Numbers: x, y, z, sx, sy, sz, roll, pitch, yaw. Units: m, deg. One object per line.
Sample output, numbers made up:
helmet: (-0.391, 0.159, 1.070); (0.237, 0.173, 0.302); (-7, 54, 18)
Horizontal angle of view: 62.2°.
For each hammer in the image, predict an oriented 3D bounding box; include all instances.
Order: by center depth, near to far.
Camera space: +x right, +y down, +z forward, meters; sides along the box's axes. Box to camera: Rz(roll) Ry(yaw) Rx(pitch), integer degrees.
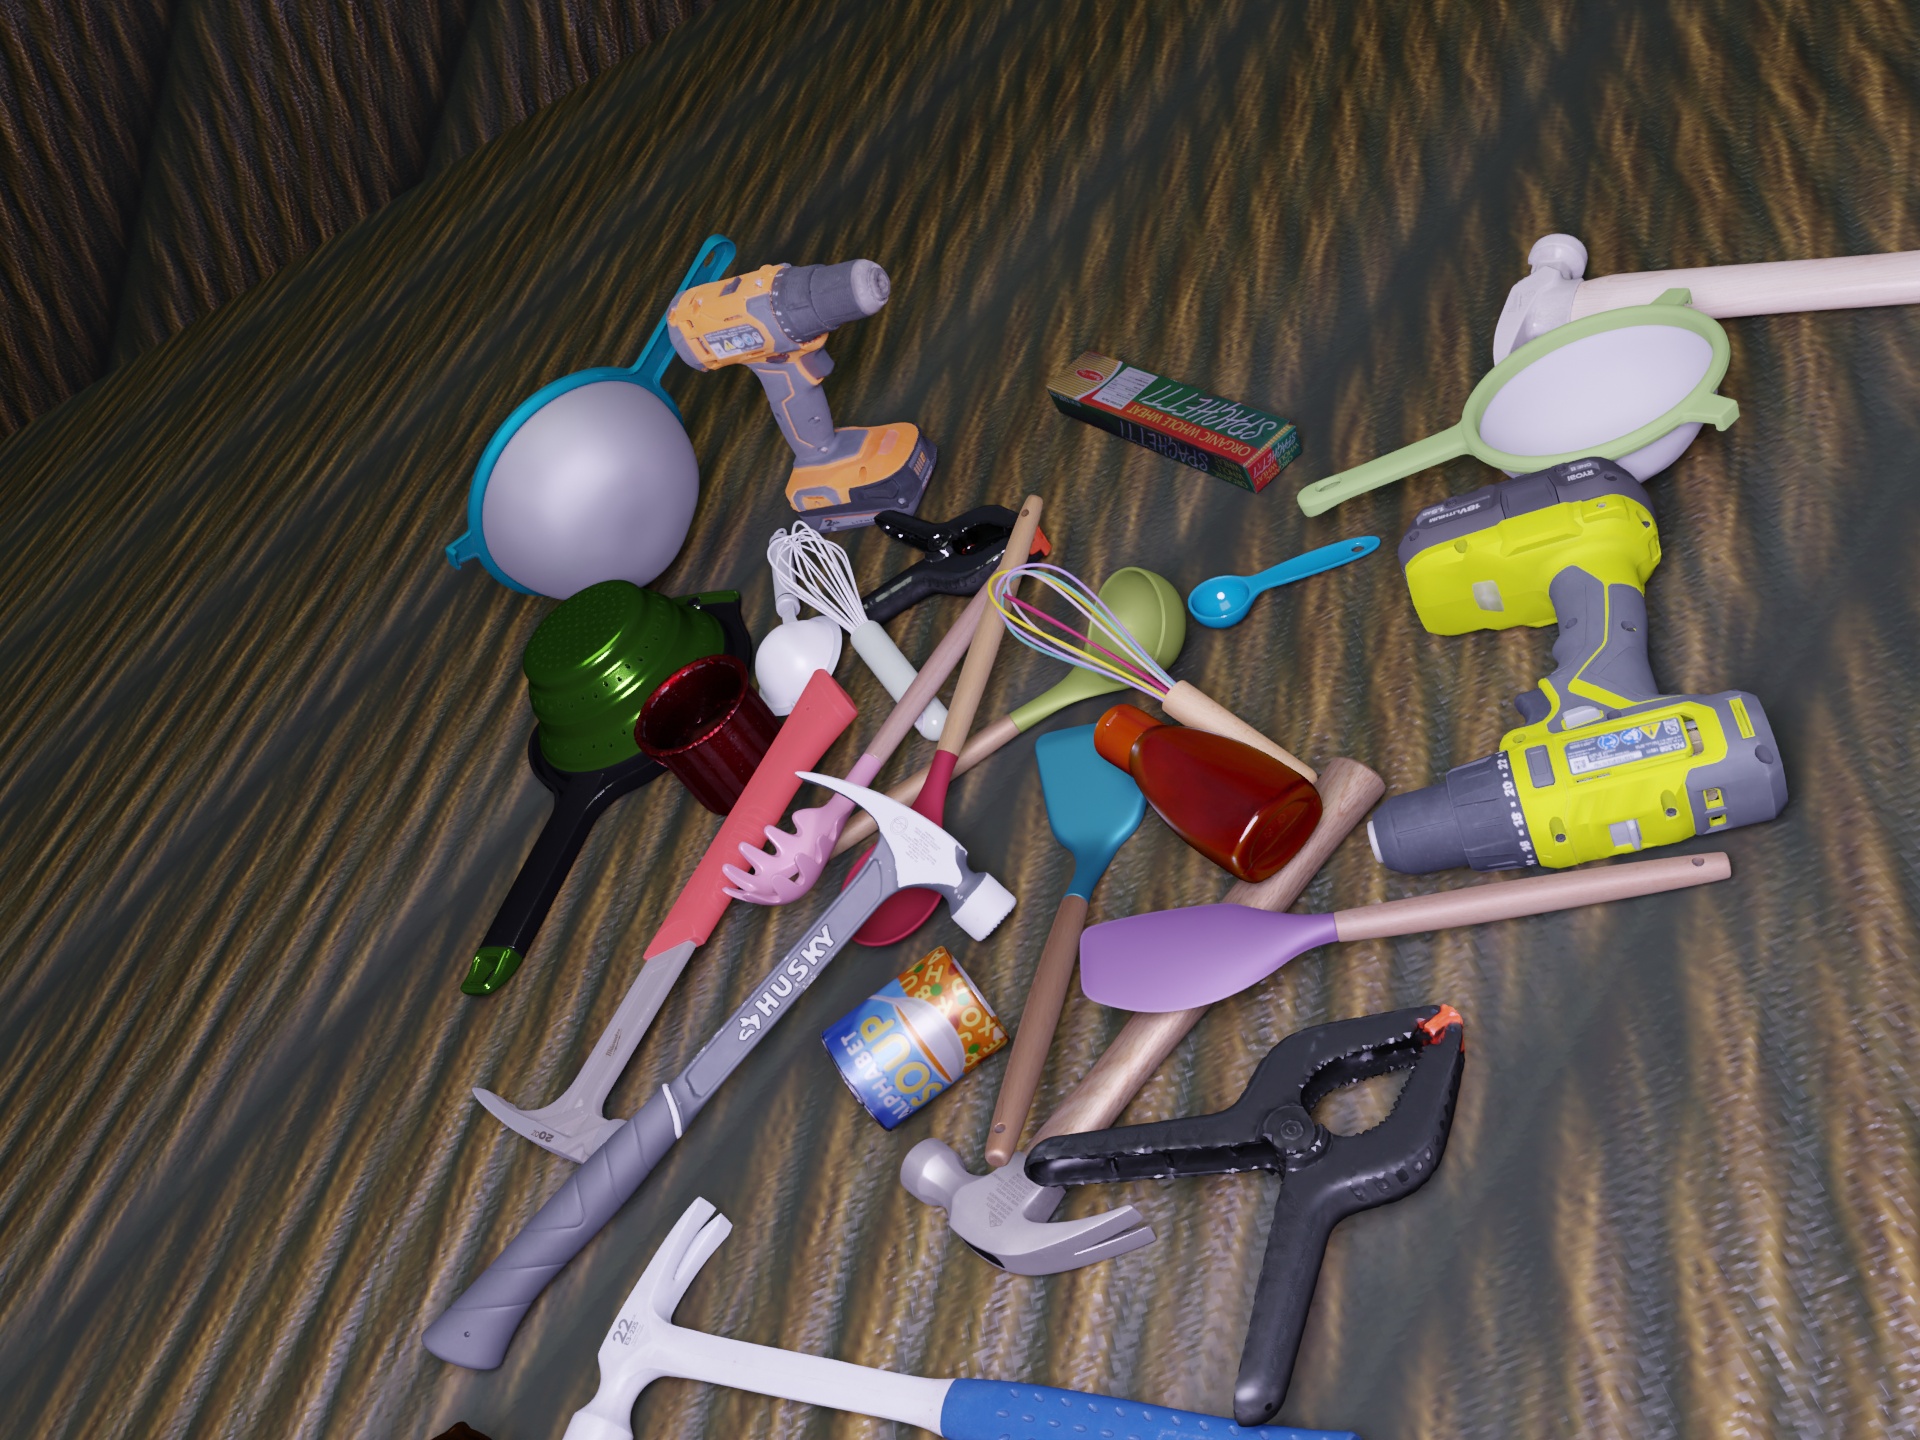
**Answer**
hammer: (-0.012, 0.314, 0.746); (0.405, 0.035, 0.144); (-4, 48, 32)
hammer: (0.116, 0.146, 0.831); (0.331, 0.031, 0.130); (-47, 40, -16)
hammer: (-0.156, 0.206, 0.916); (0.409, 0.149, 0.036); (-47, -3, -7)
hammer: (0.530, -0.255, 0.947); (0.411, 0.038, 0.146); (4, 54, 38)
hammer: (-0.175, 0.118, 1.046); (0.149, 0.036, 0.359); (8, 60, 40)

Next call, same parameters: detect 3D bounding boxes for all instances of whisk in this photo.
whisk: (0.108, -0.024, 0.951); (0.245, 0.047, 0.051); (38, 108, 28)
whisk: (-0.071, -0.067, 1.149); (0.059, 0.057, 0.247); (-12, 45, -30)

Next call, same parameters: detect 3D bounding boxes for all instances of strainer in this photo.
strainer: (0.336, -0.159, 0.963); (0.256, 0.069, 0.152); (-20, 34, 26)
strainer: (-0.137, -0.086, 1.248); (0.087, 0.050, 0.259); (-39, 33, 18)
strainer: (-0.253, -0.226, 1.290); (0.095, 0.210, 0.340); (40, 104, 29)

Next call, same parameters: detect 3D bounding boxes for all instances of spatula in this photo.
spatula: (0.213, 0.100, 0.788); (0.316, 0.018, 0.060); (-12, 49, 14)
spatula: (0.053, 0.111, 0.876); (0.082, 0.044, 0.318); (-8, 32, 23)

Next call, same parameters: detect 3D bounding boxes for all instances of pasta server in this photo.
pasta server: (-0.047, 0.001, 1.048); (0.060, 0.040, 0.316); (5, 52, 47)

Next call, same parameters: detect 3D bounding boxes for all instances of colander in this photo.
colander: (-0.298, 0.019, 1.207); (0.204, 0.094, 0.397); (-6, 47, 31)

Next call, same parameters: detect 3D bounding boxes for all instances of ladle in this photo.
ladle: (-0.002, -0.003, 1.009); (0.069, 0.031, 0.315); (11, 73, 30)
ladle: (0.008, 0.010, 1.031); (0.320, 0.062, 0.078); (-34, 48, 5)

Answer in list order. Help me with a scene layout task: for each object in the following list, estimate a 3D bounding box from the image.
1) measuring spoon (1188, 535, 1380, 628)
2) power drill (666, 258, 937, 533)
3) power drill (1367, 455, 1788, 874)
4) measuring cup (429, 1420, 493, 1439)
measuring spoon: (0.210, -0.088, 1.023); (0.128, 0.021, 0.042); (-20, 39, 4)
power drill: (-0.100, -0.259, 1.247); (0.185, 0.226, 0.084); (-6, 47, 31)
power drill: (0.302, -0.022, 0.838); (0.190, 0.080, 0.229); (-16, 45, 21)
measuring cup: (-0.212, 0.401, 0.788); (0.173, 0.052, 0.095); (-15, 42, 20)
